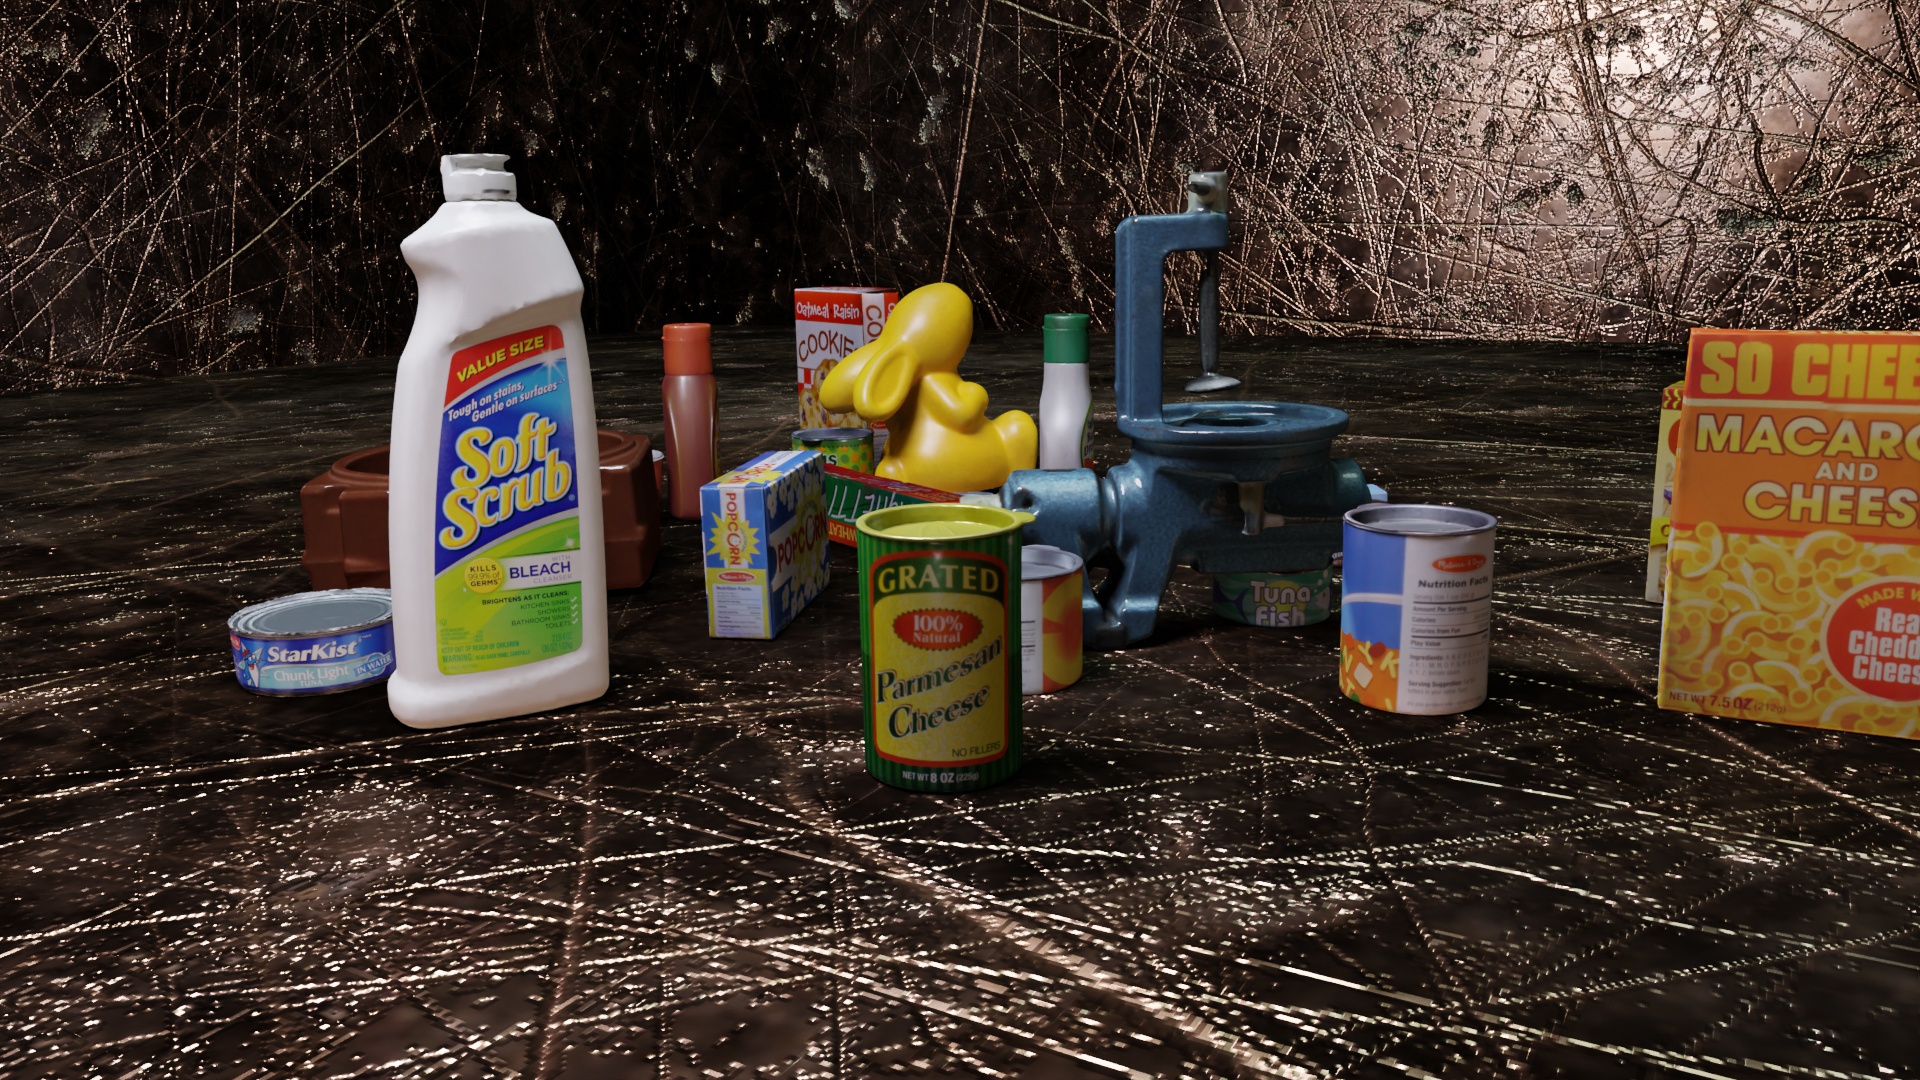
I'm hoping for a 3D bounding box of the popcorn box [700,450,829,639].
[{"bbox_3d":[-0.109,-0.001,0.799,0.038,0.085,0.127,1,12,9],"label":"popcorn box"}]

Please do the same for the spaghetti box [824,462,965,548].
[{"bbox_3d":[-0.070,-0.021,0.966,0.029,0.050,0.250,-10,15,-35],"label":"spaghetti box"}]

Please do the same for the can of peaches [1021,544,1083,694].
[{"bbox_3d":[0.028,0.037,0.676,0.071,0.058,0.071,-1,12,0],"label":"can of peaches"}]

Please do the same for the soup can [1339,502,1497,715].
[{"bbox_3d":[0.207,0.029,0.636,0.071,0.083,0.071,-1,12,0],"label":"soup can"}]

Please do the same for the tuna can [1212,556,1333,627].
[{"bbox_3d":[0.175,0.025,0.775,0.071,0.032,0.071,-1,12,0],"label":"tuna can"}]

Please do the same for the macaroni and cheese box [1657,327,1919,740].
[{"bbox_3d":[0.368,-0.005,0.585,0.124,0.166,0.040,5,13,27],"label":"macaroni and cheese box"}]

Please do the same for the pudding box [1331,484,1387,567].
[{"bbox_3d":[0.227,-0.009,0.886,0.084,0.049,0.030,-1,12,-1],"label":"pudding box"}]

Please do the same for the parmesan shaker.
[{"bbox_3d":[-0.004,0.041,0.557,0.071,0.102,0.071,-1,12,0],"label":"parmesan shaker"}]

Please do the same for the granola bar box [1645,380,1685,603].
[{"bbox_3d":[0.457,-0.017,0.728,0.165,0.124,0.039,10,17,43],"label":"granola bar box"}]

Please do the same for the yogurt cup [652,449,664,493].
[{"bbox_3d":[-0.259,-0.039,1.057,0.072,0.053,0.072,-1,12,0],"label":"yogurt cup"}]

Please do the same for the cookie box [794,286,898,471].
[{"bbox_3d":[-0.101,-0.143,1.248,0.040,0.167,0.123,-9,15,-34],"label":"cookie box"}]

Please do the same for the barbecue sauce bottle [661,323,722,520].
[{"bbox_3d":[-0.209,-0.093,1.078,0.044,0.148,0.065,-4,12,-13],"label":"barbecue sauce bottle"}]

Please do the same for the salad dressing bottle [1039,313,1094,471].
[{"bbox_3d":[0.086,-0.108,1.117,0.044,0.147,0.064,2,12,13],"label":"salad dressing bottle"}]

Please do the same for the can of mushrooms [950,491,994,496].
[{"bbox_3d":[0.003,-0.012,0.957,0.071,0.033,0.071,-1,12,0],"label":"can of mushrooms"}]

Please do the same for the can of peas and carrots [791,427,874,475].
[{"bbox_3d":[-0.103,-0.058,1.117,0.071,0.058,0.071,-1,12,0],"label":"can of peas and carrots"}]
